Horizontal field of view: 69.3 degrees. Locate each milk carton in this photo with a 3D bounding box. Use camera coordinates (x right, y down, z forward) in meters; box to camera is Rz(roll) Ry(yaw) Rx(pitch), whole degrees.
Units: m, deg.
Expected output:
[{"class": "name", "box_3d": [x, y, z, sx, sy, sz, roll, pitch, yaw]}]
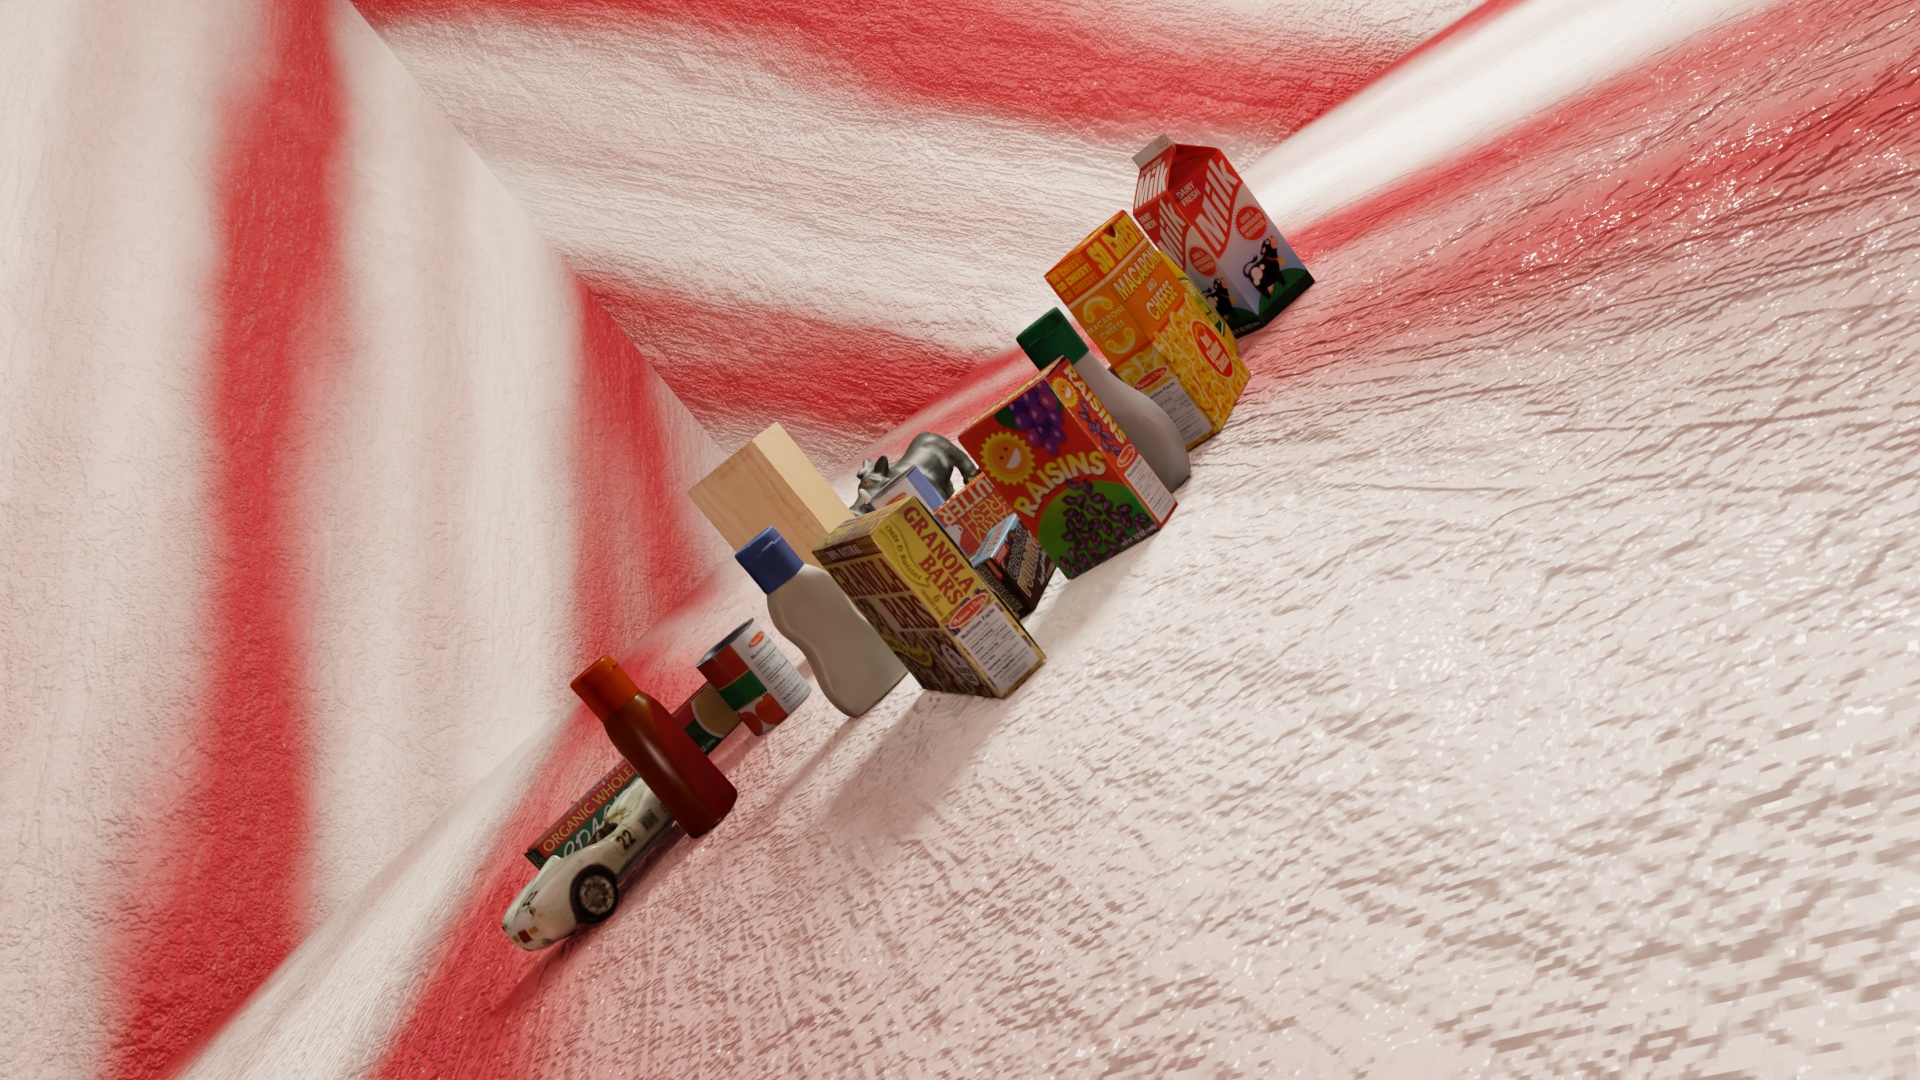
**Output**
[{"class": "milk carton", "box_3d": [0.227, -0.283, 1.263, 0.074, 0.190, 0.072, -41, 8, -17]}]

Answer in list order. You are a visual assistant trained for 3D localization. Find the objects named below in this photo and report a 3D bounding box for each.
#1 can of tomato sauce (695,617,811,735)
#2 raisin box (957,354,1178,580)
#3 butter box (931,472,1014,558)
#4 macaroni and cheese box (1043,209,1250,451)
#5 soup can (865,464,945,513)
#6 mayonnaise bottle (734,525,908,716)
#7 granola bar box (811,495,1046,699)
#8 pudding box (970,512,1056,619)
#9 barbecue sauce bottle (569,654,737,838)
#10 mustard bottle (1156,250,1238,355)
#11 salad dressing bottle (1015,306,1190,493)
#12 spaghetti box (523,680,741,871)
[{"class": "can of tomato sauce", "box_3d": [-0.184, 0.122, 1.230, 0.071, 0.083, 0.071, -38, 8, 7]}, {"class": "raisin box", "box_3d": [0.070, -0.046, 0.907, 0.085, 0.123, 0.040, -32, 10, 39]}, {"class": "butter box", "box_3d": [0.005, -0.016, 1.263, 0.103, 0.053, 0.024, -39, 8, -2]}, {"class": "macaroni and cheese box", "box_3d": [0.145, -0.161, 1.046, 0.040, 0.166, 0.124, -34, 10, 33]}, {"class": "soup can", "box_3d": [-0.046, -0.027, 1.431, 0.071, 0.083, 0.071, -38, 8, 7]}, {"class": "mayonnaise bottle", "box_3d": [-0.105, 0.056, 1.018, 0.065, 0.148, 0.041, -42, 9, -23]}, {"class": "granola bar box", "box_3d": [-0.024, 0.037, 0.861, 0.039, 0.124, 0.165, -41, 9, -16]}, {"class": "pudding box", "box_3d": [0.035, 0.019, 0.960, 0.030, 0.049, 0.084, -35, 9, 26]}, {"class": "barbecue sauce bottle", "box_3d": [-0.231, 0.152, 1.044, 0.043, 0.148, 0.065, -38, 8, 8]}, {"class": "mustard bottle", "box_3d": [0.172, -0.206, 1.190, 0.048, 0.160, 0.065, -29, 13, 51]}, {"class": "salad dressing bottle", "box_3d": [0.097, -0.092, 0.950, 0.064, 0.147, 0.044, -33, 10, 35]}, {"class": "spaghetti box", "box_3d": [-0.293, 0.219, 1.289, 0.251, 0.050, 0.028, -45, 10, -37]}]
